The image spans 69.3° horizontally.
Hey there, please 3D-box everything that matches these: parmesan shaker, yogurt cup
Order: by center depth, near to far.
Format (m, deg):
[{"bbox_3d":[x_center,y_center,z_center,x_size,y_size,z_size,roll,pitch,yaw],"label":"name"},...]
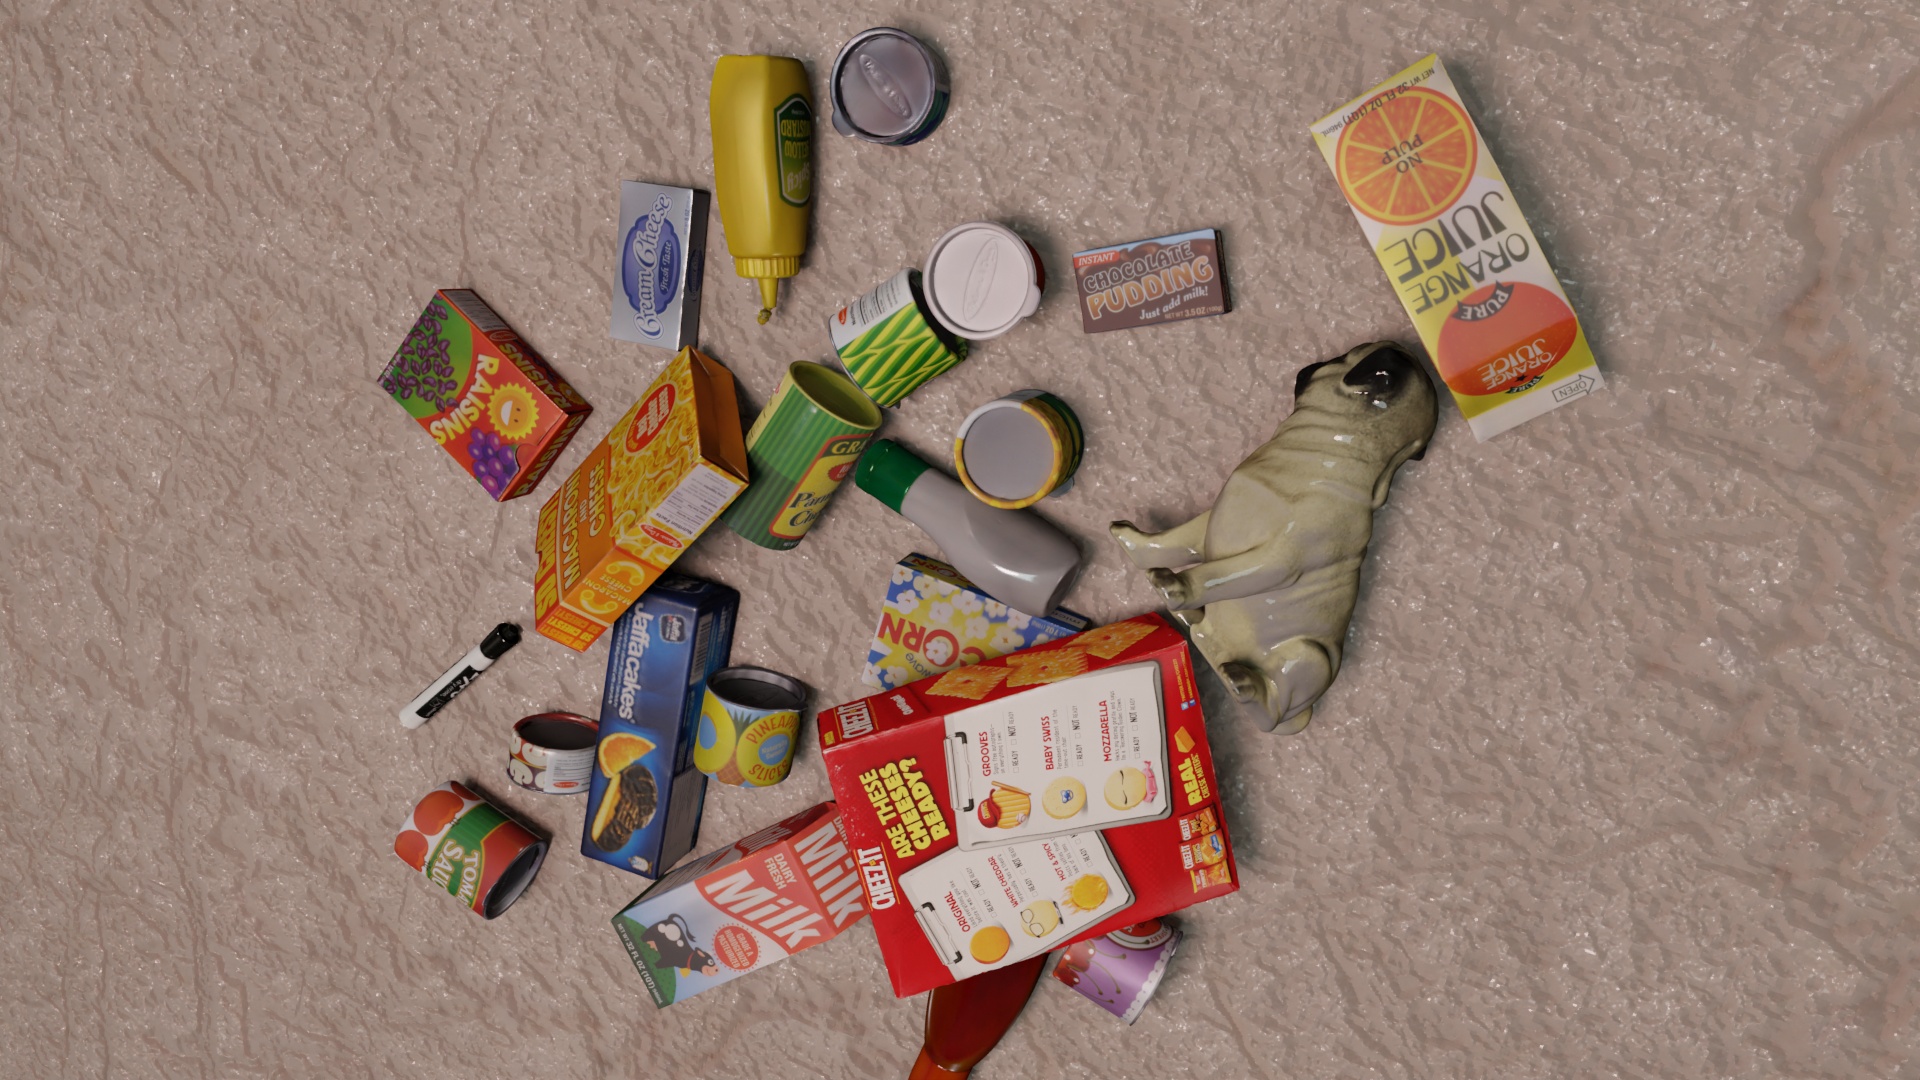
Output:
[{"bbox_3d":[0.017,-0.154,0.818,0.072,0.054,0.072,3,102,17],"label":"yogurt cup"},{"bbox_3d":[-0.102,-0.052,0.869,0.071,0.071,0.102,39,113,7],"label":"parmesan shaker"}]

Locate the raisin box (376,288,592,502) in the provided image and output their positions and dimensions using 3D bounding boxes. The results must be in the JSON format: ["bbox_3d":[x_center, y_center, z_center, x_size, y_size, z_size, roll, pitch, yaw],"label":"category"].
[{"bbox_3d":[-0.323,-0.099,0.942,0.123,0.040,0.086,44,109,4],"label":"raisin box"}]

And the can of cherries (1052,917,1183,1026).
[{"bbox_3d":[0.098,0.256,0.866,0.058,0.072,0.071,30,108,11],"label":"can of cherries"}]

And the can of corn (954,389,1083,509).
[{"bbox_3d":[0.037,-0.053,0.830,0.071,0.058,0.071,3,102,17],"label":"can of corn"}]

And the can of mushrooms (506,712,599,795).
[{"bbox_3d":[-0.280,0.146,0.963,0.071,0.071,0.033,15,105,14],"label":"can of mushrooms"}]

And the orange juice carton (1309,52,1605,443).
[{"bbox_3d":[0.262,-0.150,0.733,0.071,0.073,0.192,-28,92,20],"label":"orange juice carton"}]

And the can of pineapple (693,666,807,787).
[{"bbox_3d":[-0.138,0.123,0.912,0.071,0.071,0.057,17,106,14],"label":"can of pineapple"}]

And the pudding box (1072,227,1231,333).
[{"bbox_3d":[0.111,-0.150,0.803,0.083,0.030,0.049,-6,98,18],"label":"pudding box"}]

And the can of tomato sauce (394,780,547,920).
[{"bbox_3d":[-0.352,0.222,0.997,0.083,0.071,0.071,31,108,10],"label":"can of tomato sauce"}]

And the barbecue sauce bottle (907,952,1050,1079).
[{"bbox_3d":[0.006,0.310,0.918,0.065,0.044,0.148,26,107,11],"label":"barbecue sauce bottle"}]

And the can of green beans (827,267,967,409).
[{"bbox_3d":[-0.037,-0.122,0.835,0.057,0.071,0.071,-30,91,20],"label":"can of green beans"}]

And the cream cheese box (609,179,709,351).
[{"bbox_3d":[-0.195,-0.177,0.896,0.053,0.024,0.103,12,103,16],"label":"cream cheese box"}]

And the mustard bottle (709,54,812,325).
[{"bbox_3d":[-0.119,-0.212,0.847,0.049,0.065,0.159,6,108,21],"label":"mustard bottle"}]

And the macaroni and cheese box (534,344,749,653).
[{"bbox_3d":[-0.206,-0.027,0.879,0.166,0.124,0.040,-43,127,20],"label":"macaroni and cheese box"}]

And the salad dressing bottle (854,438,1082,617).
[{"bbox_3d":[0.003,-0.011,0.850,0.148,0.064,0.043,34,130,17],"label":"salad dressing bottle"}]

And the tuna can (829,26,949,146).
[{"bbox_3d":[-0.043,-0.267,0.826,0.071,0.033,0.071,3,101,17],"label":"tuna can"}]

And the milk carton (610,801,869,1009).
[{"bbox_3d":[-0.129,0.237,0.929,0.190,0.073,0.072,-28,92,20],"label":"milk carton"}]

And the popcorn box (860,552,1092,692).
[{"bbox_3d":[0.010,0.070,0.872,0.127,0.038,0.085,21,106,13],"label":"popcorn box"}]
